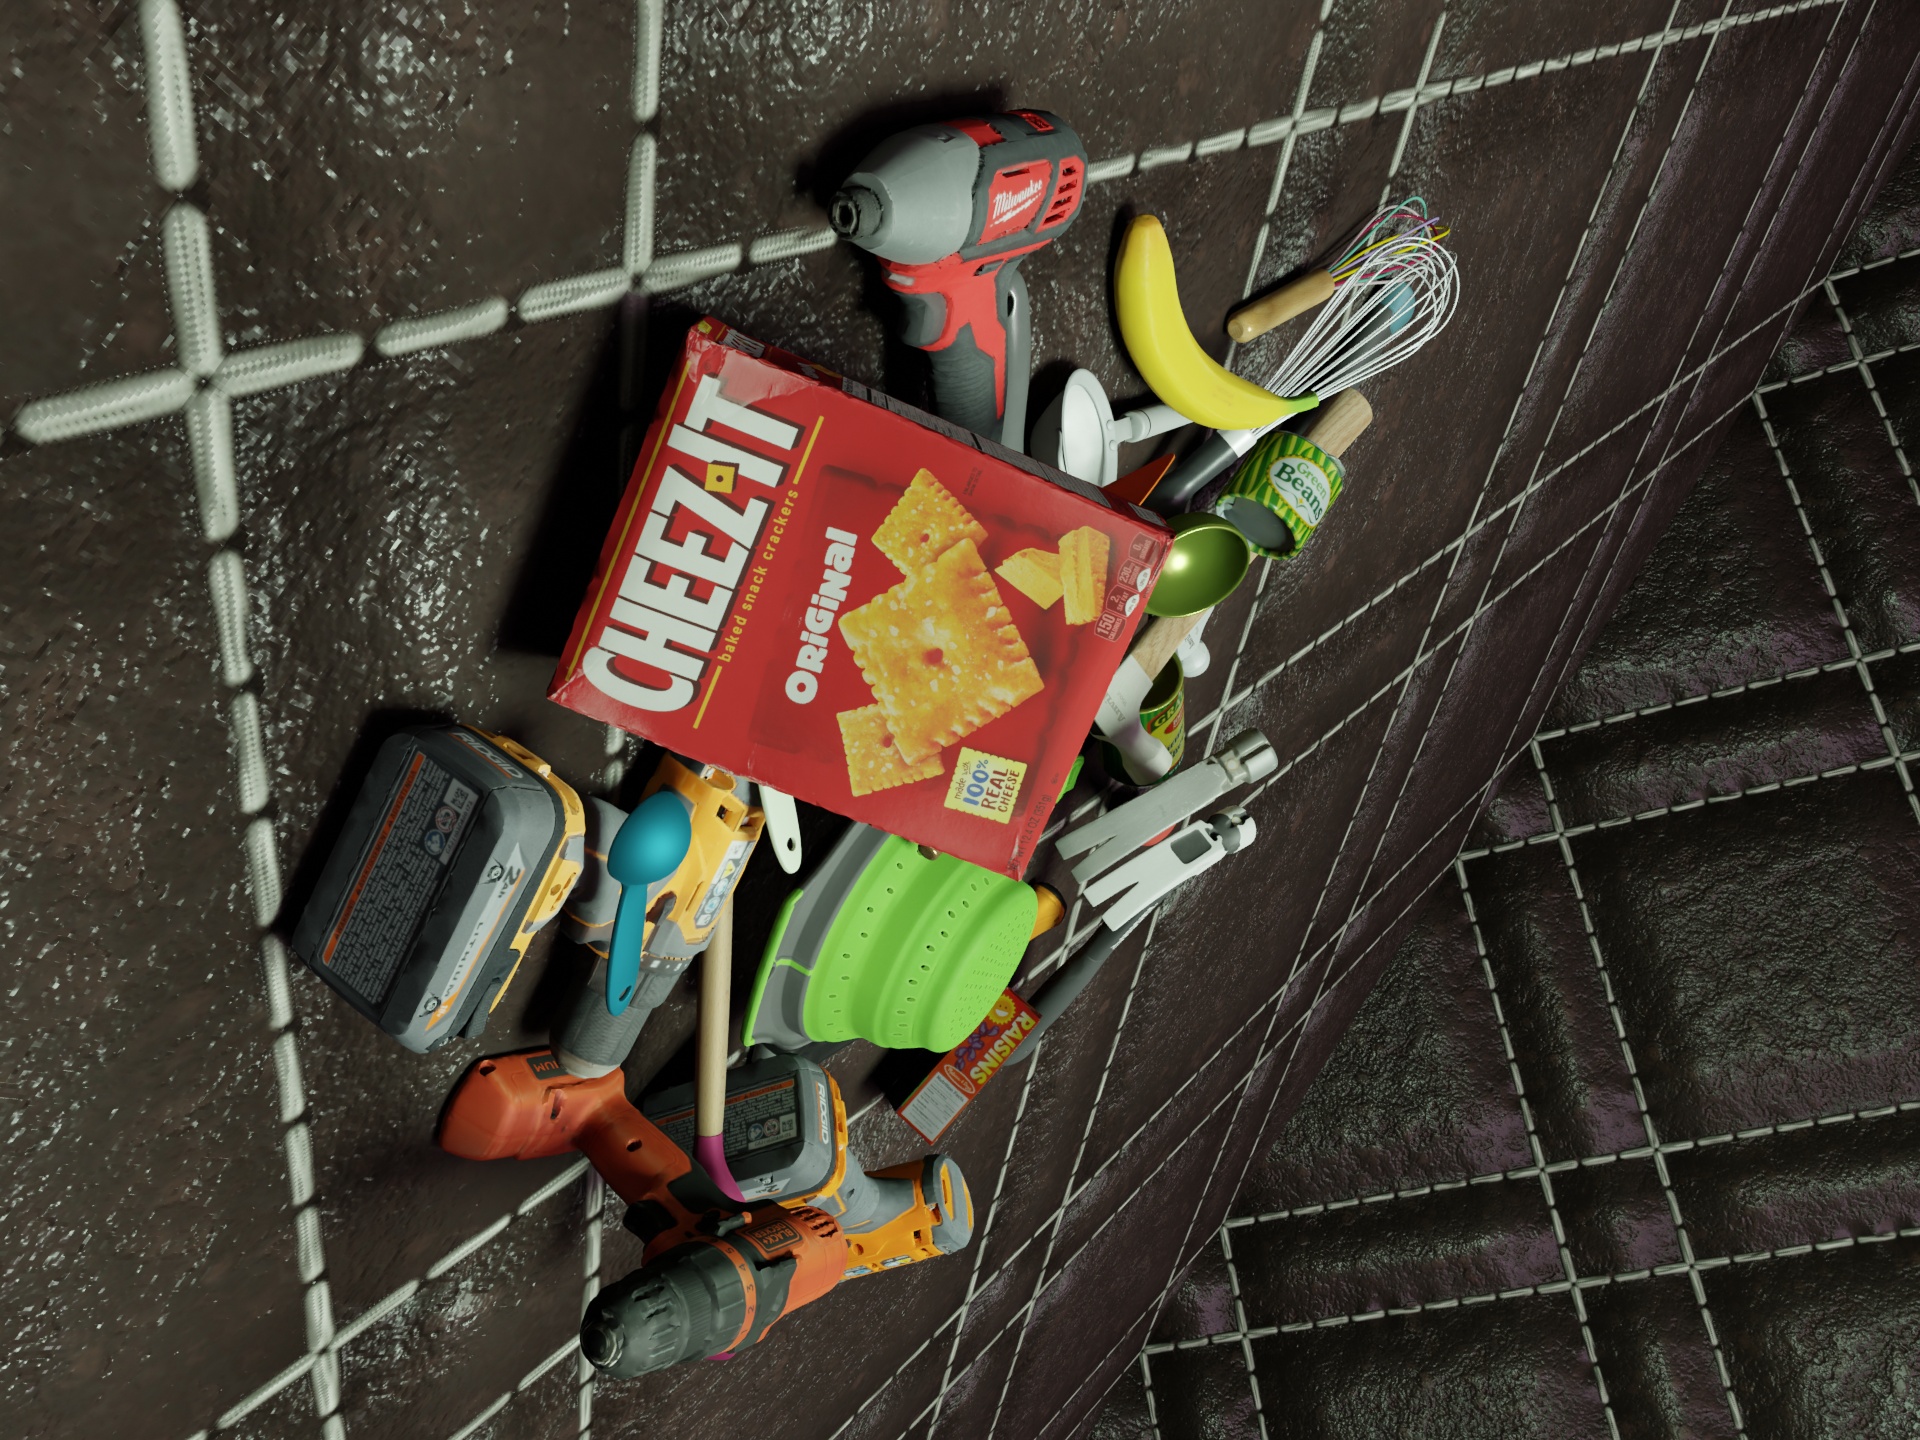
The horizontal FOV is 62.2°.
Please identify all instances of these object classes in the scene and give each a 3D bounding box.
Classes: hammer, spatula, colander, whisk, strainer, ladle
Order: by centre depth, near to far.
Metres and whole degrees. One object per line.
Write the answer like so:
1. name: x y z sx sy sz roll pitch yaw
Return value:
1. spatula: 0.049 -0.053 0.864 0.081 0.041 0.322 -51 172 -18
2. whisk: 0.026 -0.137 0.868 0.055 0.055 0.238 -39 144 -33
3. ladle: 0.079 -0.022 0.951 0.320 0.062 0.078 -49 154 -34
4. strainer: 0.099 -0.175 0.959 0.258 0.050 0.087 -29 115 -54
5. colander: 0.019 0.105 1.006 0.397 0.094 0.204 -29 144 -57
6. whisk: 0.203 -0.204 1.023 0.284 0.070 0.070 -41 155 9
7. whisk: 0.265 -0.310 1.099 0.245 0.047 0.051 -33 146 -35
8. hammer: 0.186 -0.117 1.104 0.331 0.031 0.130 -49 117 -20
9. hammer: -0.029 0.196 1.140 0.337 0.034 0.127 -23 137 -49
10. hammer: 0.138 0.073 1.167 0.149 0.037 0.359 -30 173 -1
11. hammer: 0.245 -0.190 1.203 0.331 0.033 0.128 -56 155 -5
12. hammer: 0.096 0.185 1.230 0.146 0.035 0.334 -23 157 -38

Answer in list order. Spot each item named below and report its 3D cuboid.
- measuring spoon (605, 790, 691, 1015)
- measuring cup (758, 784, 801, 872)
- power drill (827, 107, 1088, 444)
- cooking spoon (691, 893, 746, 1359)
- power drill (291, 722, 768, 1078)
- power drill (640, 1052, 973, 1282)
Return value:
1. measuring spoon: -0.133 0.085 0.677 0.042 0.021 0.128 -39 152 -49
2. measuring cup: -0.081 -0.010 0.739 0.083 0.038 0.167 -23 107 -56
3. power drill: -0.014 -0.165 0.738 0.143 0.079 0.219 -30 140 -44
4. cooking spoon: -0.135 0.197 0.856 0.017 0.069 0.319 -32 127 -75
5. power drill: -0.183 0.089 0.714 0.185 0.084 0.226 -62 158 9
6. power drill: -0.107 0.293 0.984 0.164 0.084 0.226 -20 142 14
